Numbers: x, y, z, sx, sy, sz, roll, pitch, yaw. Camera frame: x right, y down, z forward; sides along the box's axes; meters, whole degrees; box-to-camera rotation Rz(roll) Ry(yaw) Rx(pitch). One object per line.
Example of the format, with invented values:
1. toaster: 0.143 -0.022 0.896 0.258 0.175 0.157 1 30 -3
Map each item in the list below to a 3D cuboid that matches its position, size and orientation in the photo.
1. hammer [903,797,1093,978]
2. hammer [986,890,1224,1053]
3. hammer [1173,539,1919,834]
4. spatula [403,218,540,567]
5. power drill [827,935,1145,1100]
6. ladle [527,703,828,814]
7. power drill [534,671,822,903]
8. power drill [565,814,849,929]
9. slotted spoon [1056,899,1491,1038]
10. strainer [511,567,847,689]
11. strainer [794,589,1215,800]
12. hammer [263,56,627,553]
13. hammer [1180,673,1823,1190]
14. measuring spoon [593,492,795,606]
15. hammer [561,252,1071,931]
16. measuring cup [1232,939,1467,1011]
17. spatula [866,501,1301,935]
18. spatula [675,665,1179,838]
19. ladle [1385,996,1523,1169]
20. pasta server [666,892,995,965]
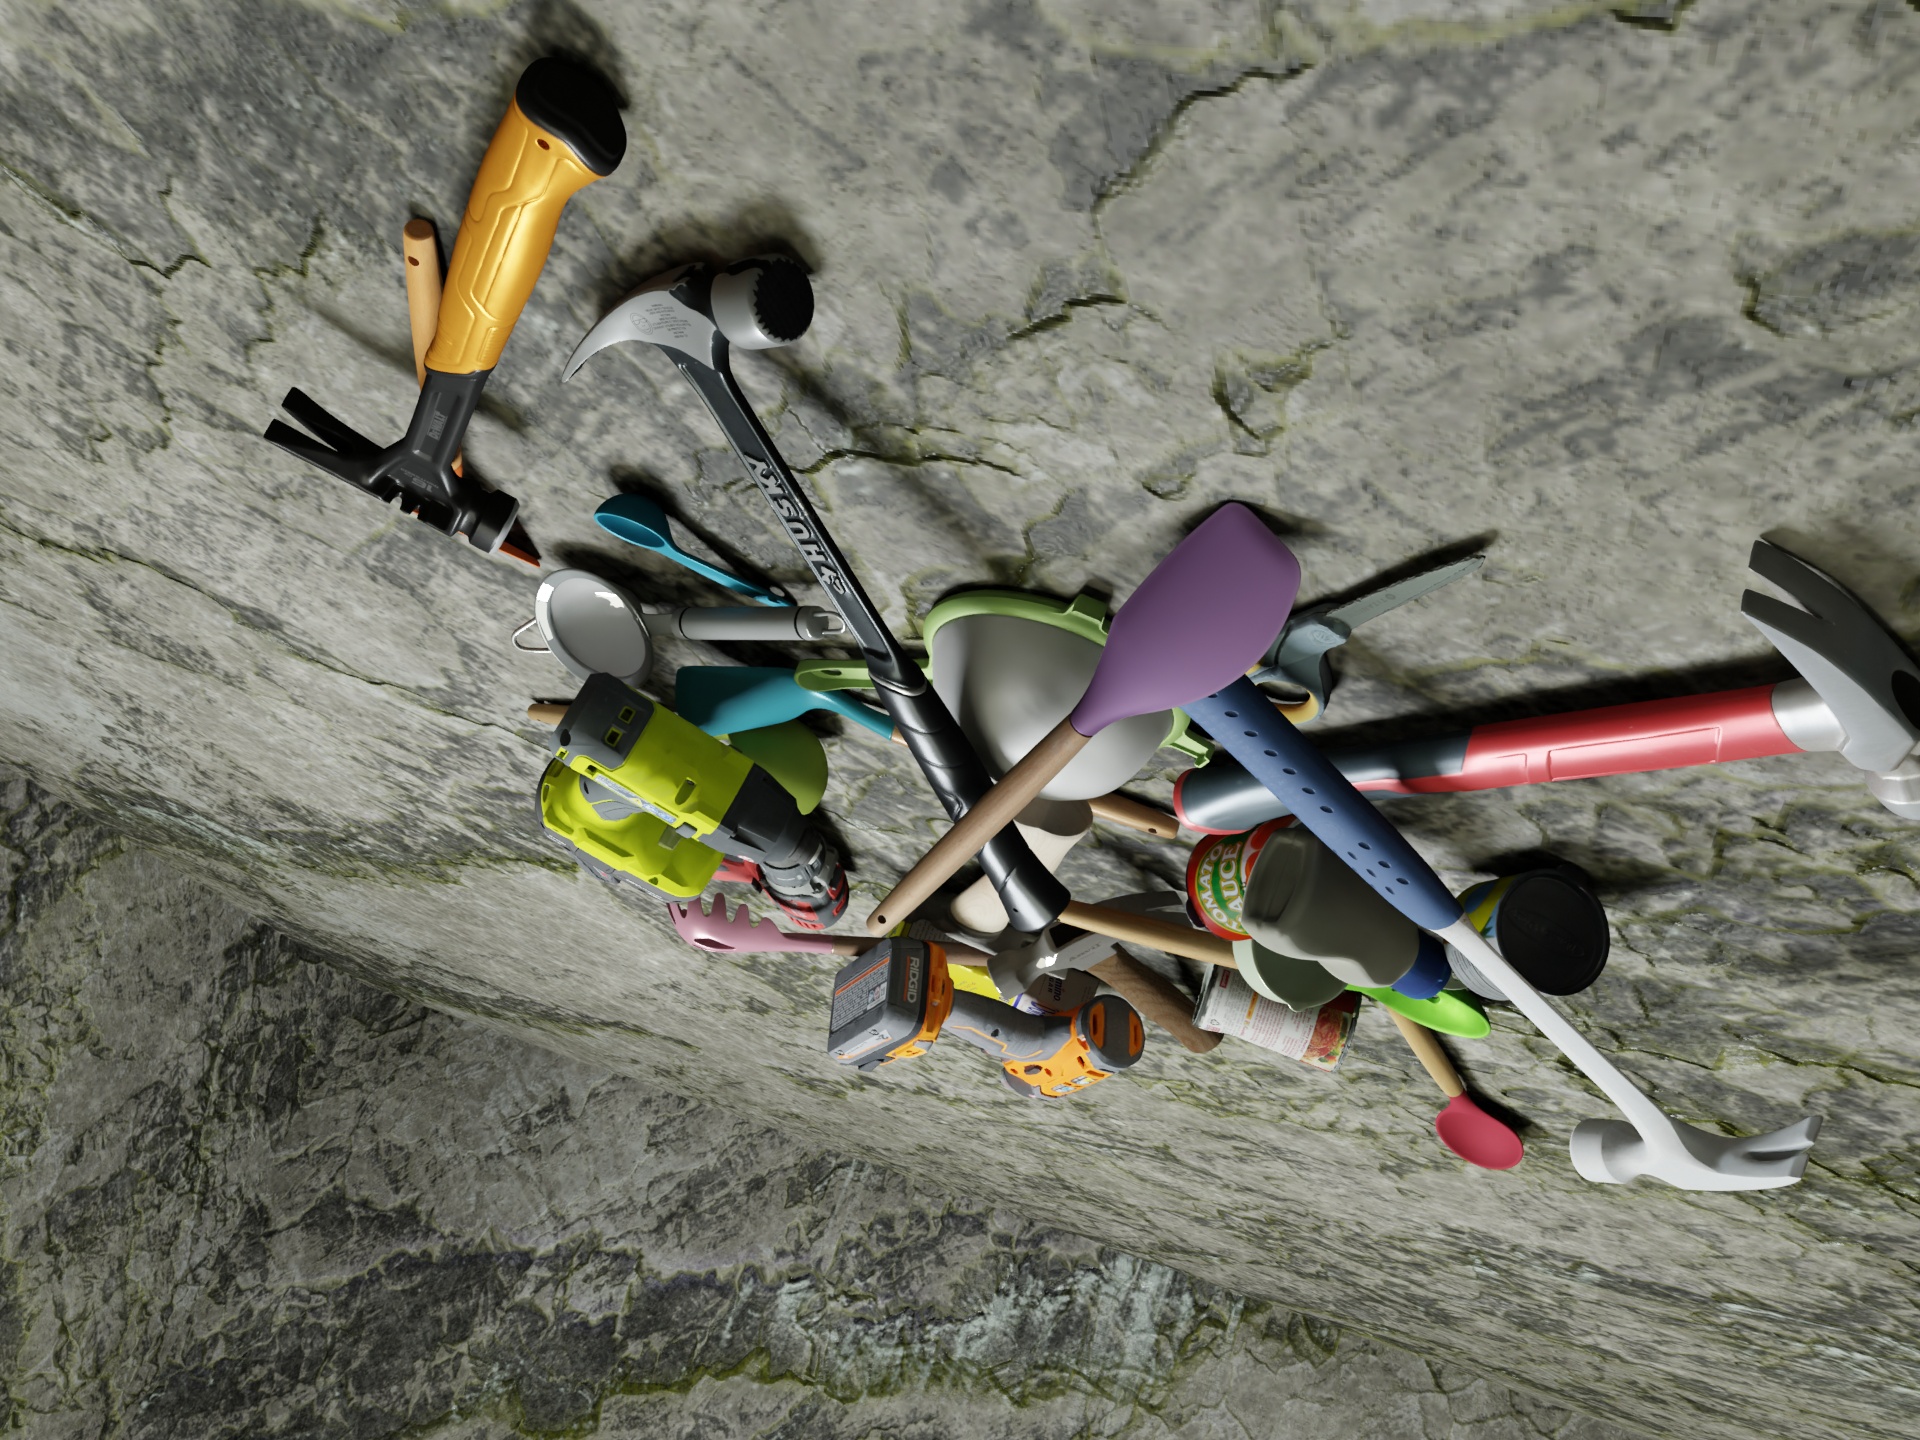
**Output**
1. hammer: 0.043 0.113 1.087 0.146 0.038 0.410 21 162 -1
2. hammer: 0.139 0.198 1.179 0.130 0.031 0.331 -29 149 11
3. hammer: 0.226 0.010 0.728 0.143 0.038 0.386 35 154 -25
4. spatula: -0.268 -0.158 0.838 0.081 0.041 0.322 24 153 -3
5. power drill: 0.012 0.252 1.278 0.226 0.084 0.164 19 146 -23
6. ladle: -0.216 0.017 1.133 0.320 0.062 0.078 6 159 40
7. power drill: -0.188 0.054 1.022 0.171 0.080 0.223 32 159 -12
8. power drill: -0.204 0.093 1.267 0.227 0.080 0.187 14 157 13
9. slotted spoon: 0.198 0.155 1.027 0.313 0.031 0.070 15 158 -10
10. strainer: -0.163 -0.056 0.927 0.258 0.050 0.086 3 124 37
11. strainer: -0.001 -0.003 0.869 0.256 0.069 0.151 2 150 37
12. hammer: -0.221 -0.175 0.696 0.127 0.034 0.337 28 151 -18
13. hammer: 0.244 0.100 0.766 0.405 0.035 0.144 43 154 -14
14. measuring spoon: -0.141 -0.094 0.875 0.128 0.021 0.042 26 165 -33
15. hammer: -0.044 -0.036 0.766 0.149 0.036 0.408 6 138 41
16. measuring cup: 0.246 0.147 0.997 0.167 0.083 0.038 14 170 -20
17. spatula: 0.043 0.018 0.746 0.060 0.018 0.315 48 126 5
18. spatula: -0.020 0.024 0.980 0.317 0.044 0.082 19 147 6
19. ladle: 0.361 0.266 1.189 0.069 0.031 0.315 2 148 35
20. pasta server: -0.077 0.174 1.273 0.316 0.040 0.060 7 154 -15
